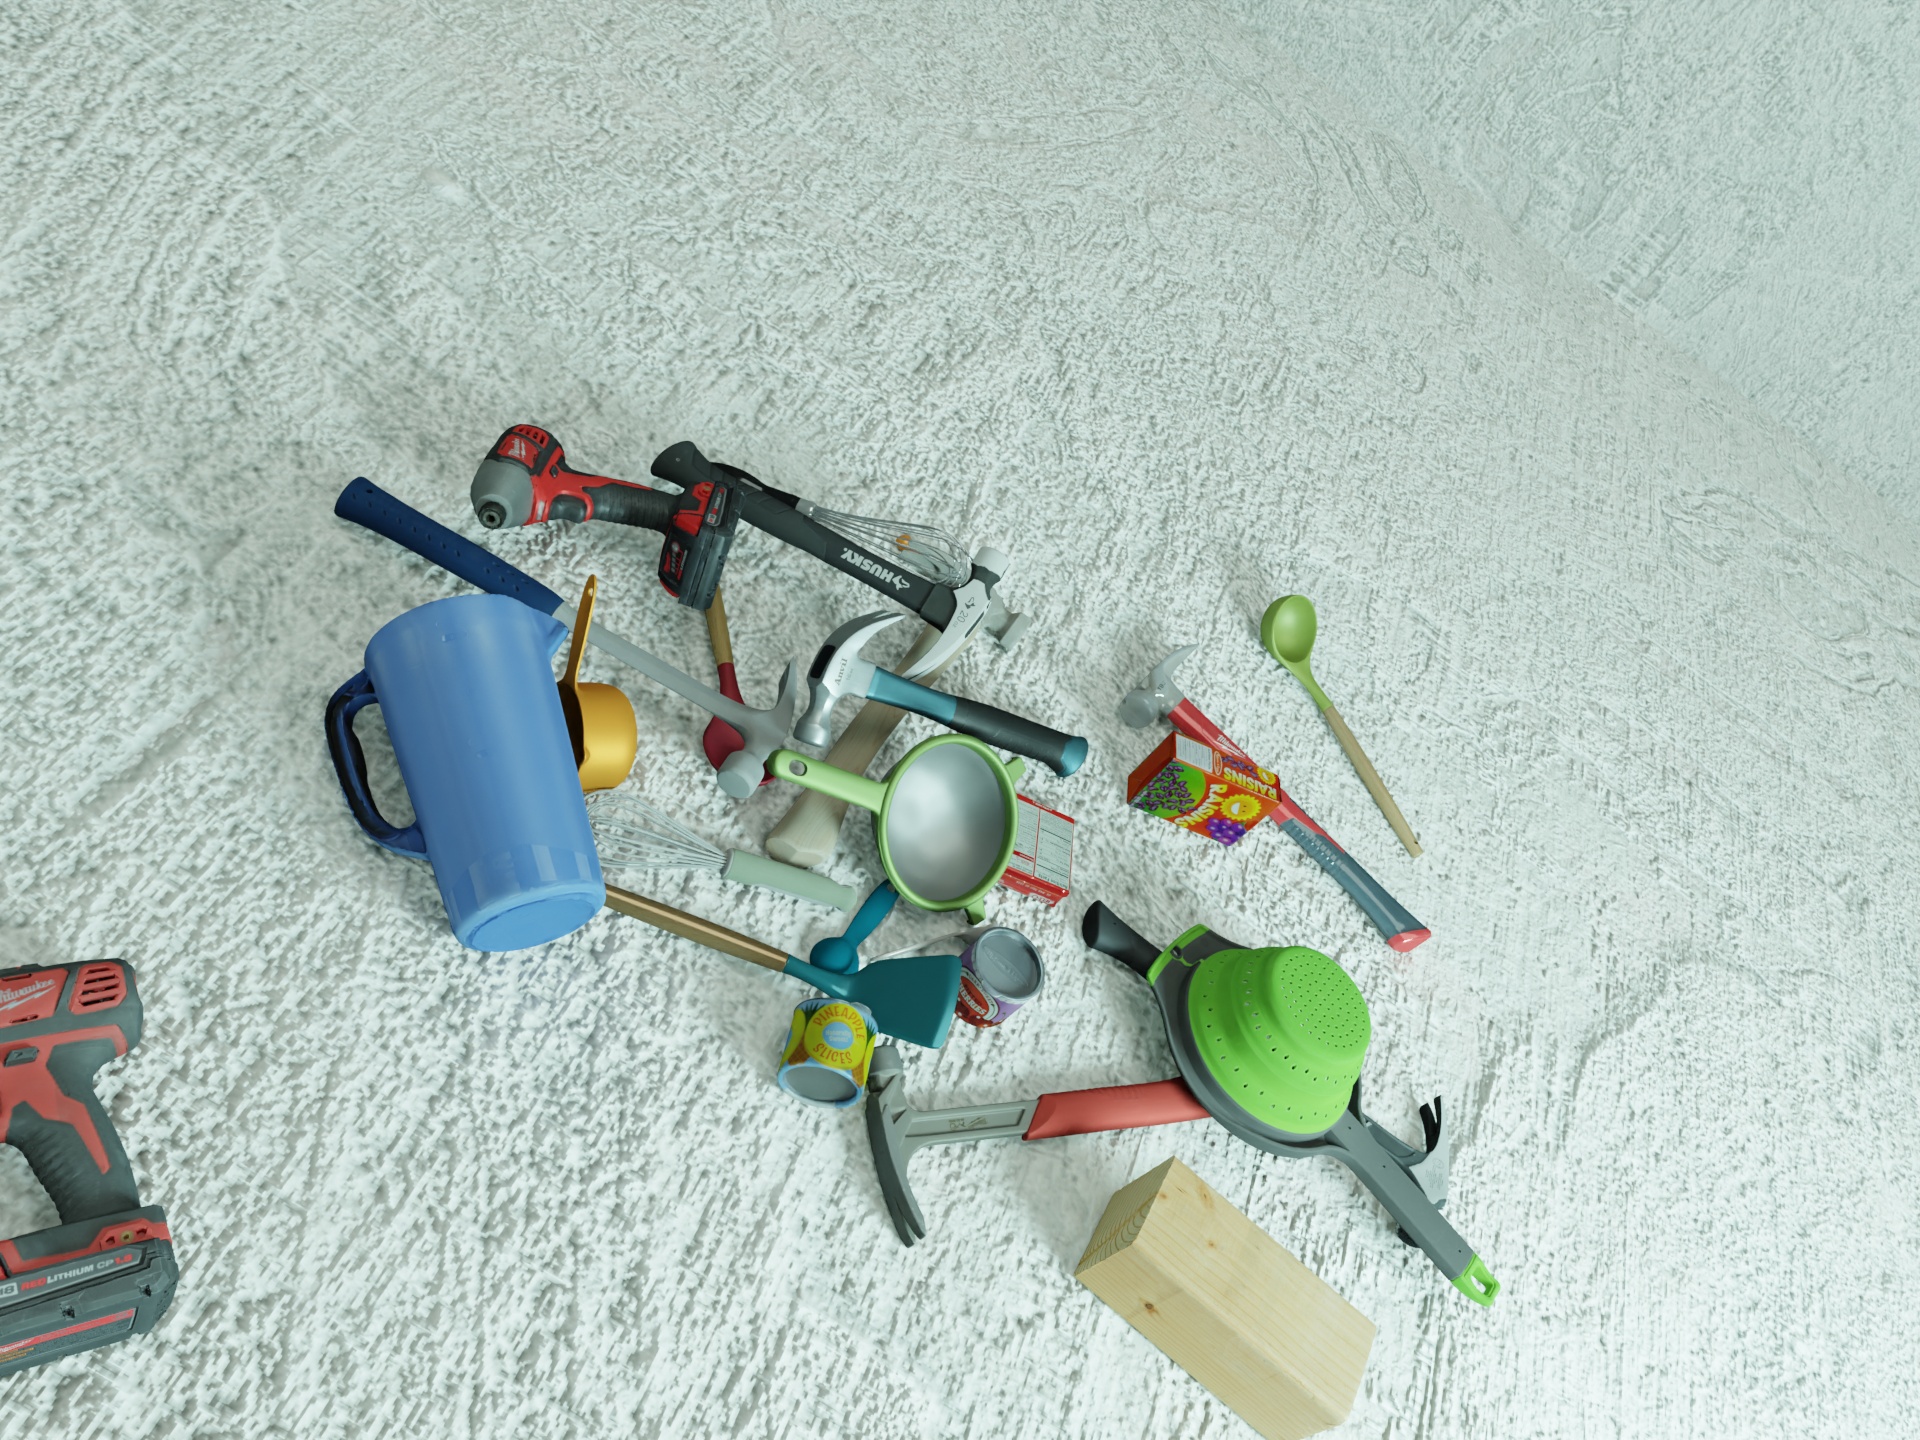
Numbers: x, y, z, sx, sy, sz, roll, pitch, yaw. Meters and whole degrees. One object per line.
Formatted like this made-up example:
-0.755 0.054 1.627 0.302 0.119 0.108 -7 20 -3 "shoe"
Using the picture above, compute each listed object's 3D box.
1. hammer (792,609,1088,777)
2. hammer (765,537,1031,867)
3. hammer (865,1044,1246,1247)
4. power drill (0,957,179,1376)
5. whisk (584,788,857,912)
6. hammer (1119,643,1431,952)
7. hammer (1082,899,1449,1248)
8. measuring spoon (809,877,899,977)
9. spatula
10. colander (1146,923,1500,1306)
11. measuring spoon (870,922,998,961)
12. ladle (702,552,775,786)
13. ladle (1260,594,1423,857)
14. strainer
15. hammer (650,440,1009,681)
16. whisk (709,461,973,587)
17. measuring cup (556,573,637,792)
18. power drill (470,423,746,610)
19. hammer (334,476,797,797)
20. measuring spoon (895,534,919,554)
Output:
-0.002 -0.005 1.411 0.330 0.033 0.128 20 87 -43 "hammer"
-0.072 -0.018 1.442 0.146 0.038 0.411 36 45 -2 "hammer"
0.092 0.325 1.282 0.359 0.036 0.149 3 55 -31 "hammer"
-0.550 0.246 0.895 0.187 0.080 0.227 -6 58 -37 "power drill"
-0.193 0.111 1.260 0.246 0.058 0.059 20 82 -23 "whisk"
0.335 0.083 1.630 0.386 0.038 0.143 45 43 4 "hammer"
0.277 0.295 1.429 0.409 0.036 0.149 38 43 -2 "hammer"
-0.078 0.166 1.302 0.042 0.021 0.129 40 46 -1 "measuring spoon"
-0.155 0.171 1.222 0.317 0.044 0.082 22 54 -11 "spatula"
0.336 0.321 1.350 0.397 0.094 0.204 48 42 10 "colander"
-0.020 0.190 1.322 0.124 0.034 0.018 -11 81 -33 "measuring spoon"
-0.211 -0.068 1.397 0.069 0.031 0.316 5 52 -30 "ladle"
0.423 0.004 1.739 0.078 0.062 0.320 -14 68 -37 "ladle"
-0.066 0.069 1.326 0.256 0.069 0.151 22 78 -36 "strainer"
-0.134 -0.160 1.449 0.335 0.035 0.146 28 79 6 "hammer"
-0.117 -0.186 1.503 0.284 0.070 0.070 23 45 3 "whisk"
-0.279 -0.027 1.229 0.052 0.173 0.095 4 16 -38 "measuring cup"
-0.303 -0.177 1.355 0.219 0.078 0.143 17 30 -9 "power drill"
-0.319 -0.086 1.308 0.405 0.035 0.144 30 45 -3 "hammer"
-0.014 -0.153 1.602 0.117 0.011 0.021 33 45 -8 "measuring spoon"
